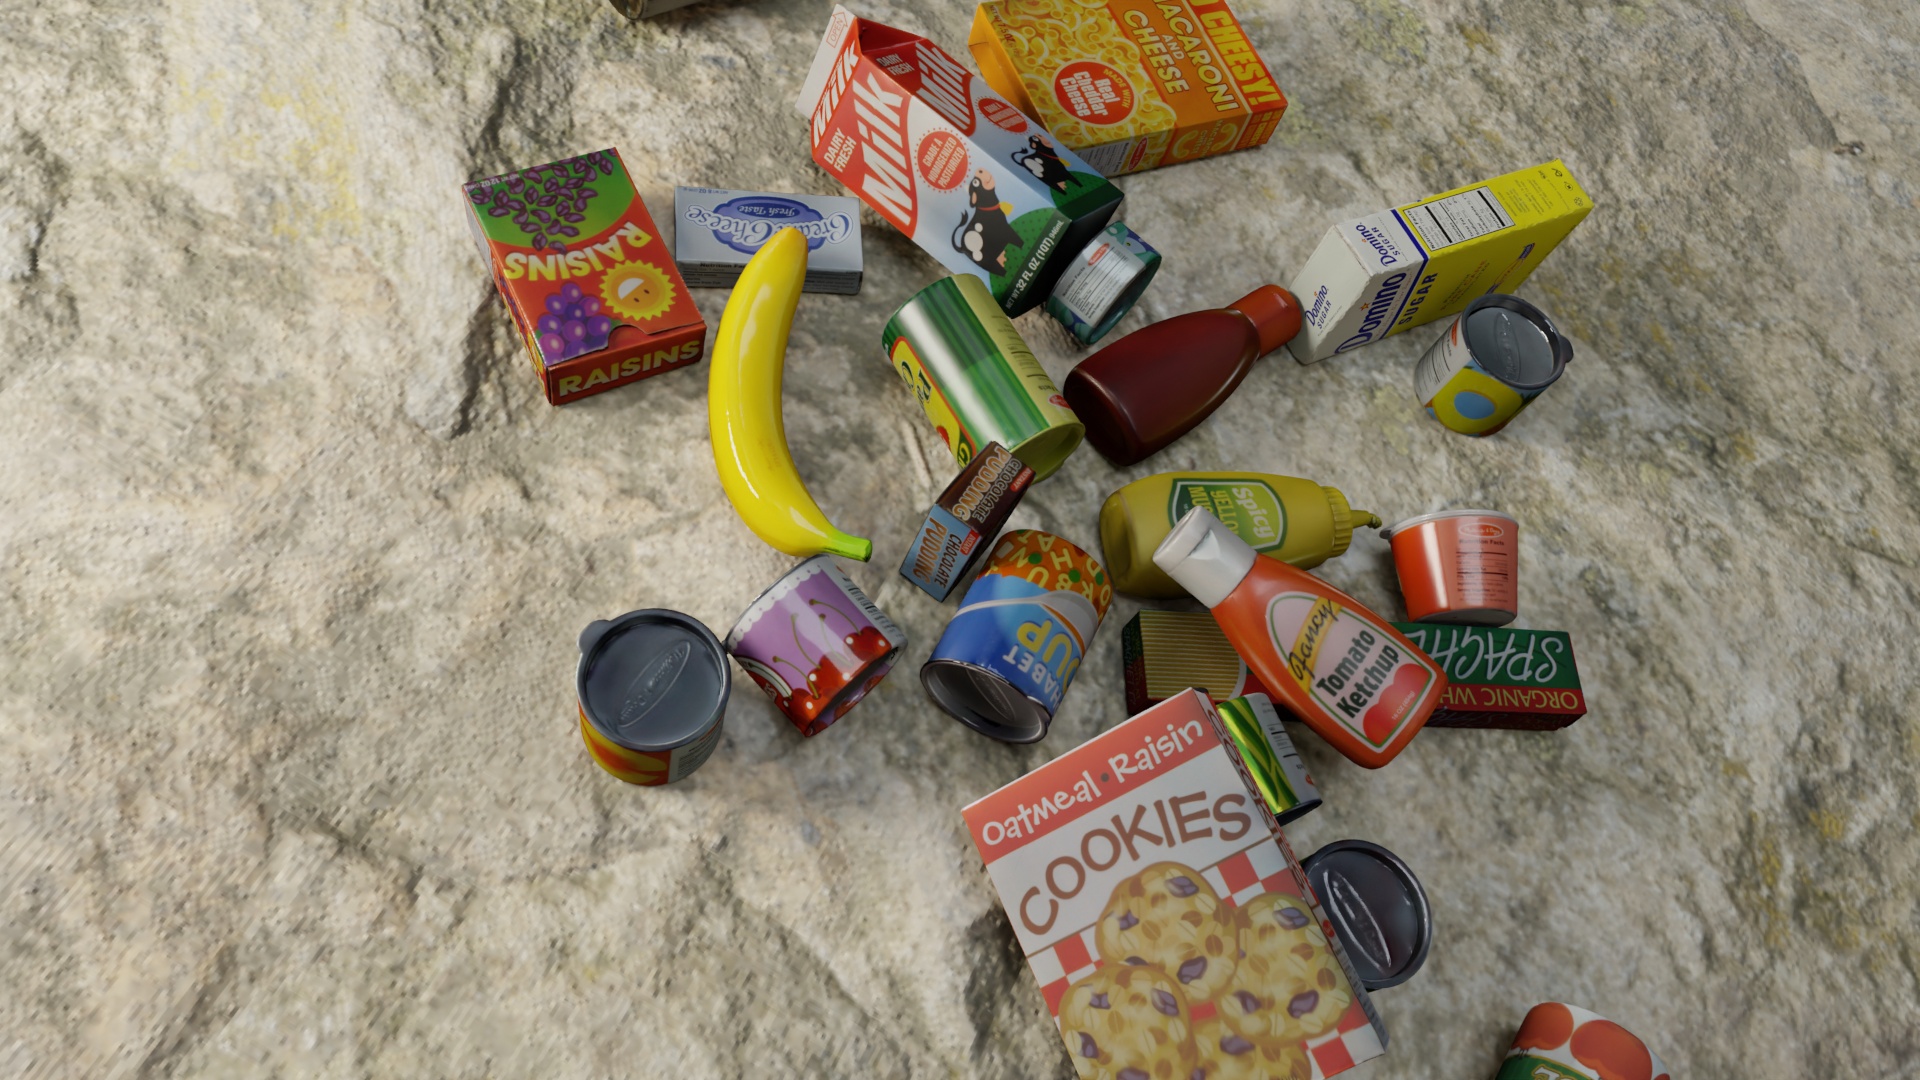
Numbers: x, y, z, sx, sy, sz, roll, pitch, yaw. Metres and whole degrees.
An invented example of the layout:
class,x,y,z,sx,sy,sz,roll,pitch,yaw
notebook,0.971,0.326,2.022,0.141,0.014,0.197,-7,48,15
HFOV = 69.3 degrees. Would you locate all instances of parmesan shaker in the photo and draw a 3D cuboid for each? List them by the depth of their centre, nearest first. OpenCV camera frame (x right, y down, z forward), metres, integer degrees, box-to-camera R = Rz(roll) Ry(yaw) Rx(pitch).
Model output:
class,x,y,z,sx,sy,sz,roll,pitch,yaw
parmesan shaker,0.011,-0.081,0.738,0.071,0.071,0.103,-25,71,-23

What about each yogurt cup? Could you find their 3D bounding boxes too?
class,x,y,z,sx,sy,sz,roll,pitch,yaw
yogurt cup,0.268,0.018,0.749,0.072,0.072,0.054,4,71,-12

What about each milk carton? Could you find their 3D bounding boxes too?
class,x,y,z,sx,sy,sz,roll,pitch,yaw
milk carton,-0.011,-0.218,0.784,0.191,0.072,0.074,40,38,9

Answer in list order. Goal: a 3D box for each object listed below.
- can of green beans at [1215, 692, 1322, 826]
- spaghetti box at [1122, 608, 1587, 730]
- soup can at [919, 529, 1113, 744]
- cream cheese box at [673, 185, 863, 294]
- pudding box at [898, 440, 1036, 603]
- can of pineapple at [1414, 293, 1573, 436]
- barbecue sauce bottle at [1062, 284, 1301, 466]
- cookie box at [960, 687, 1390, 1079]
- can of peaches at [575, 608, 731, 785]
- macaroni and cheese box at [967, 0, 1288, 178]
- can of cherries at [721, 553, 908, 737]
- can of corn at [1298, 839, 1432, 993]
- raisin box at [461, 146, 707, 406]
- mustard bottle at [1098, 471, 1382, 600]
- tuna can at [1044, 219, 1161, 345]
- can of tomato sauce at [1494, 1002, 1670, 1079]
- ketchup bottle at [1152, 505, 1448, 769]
class,x,y,z,sx,sy,sz,roll,pitch,yaw
can of green beans,0.130,0.113,0.665,0.071,0.071,0.058,-16,68,-21
spaghetti box,0.209,0.069,0.728,0.250,0.028,0.050,3,64,-12
soup can,0.031,0.046,0.673,0.071,0.071,0.084,30,61,2
cream cheese box,-0.107,-0.167,0.774,0.104,0.024,0.053,0,65,-13
pudding box,0.002,-0.009,0.686,0.030,0.083,0.050,38,61,3
can of pineapple,0.314,-0.102,0.824,0.071,0.057,0.071,6,63,-11
barbecue sauce bottle,0.131,-0.101,0.787,0.149,0.043,0.065,-31,75,-26
cookie box,0.091,0.166,0.610,0.123,0.040,0.168,-30,70,12
can of peaches,-0.140,0.070,0.626,0.071,0.057,0.071,5,63,-10
macaroni and cheese box,0.105,-0.295,0.882,0.167,0.040,0.124,-16,68,-20
can of cherries,-0.069,0.051,0.650,0.072,0.071,0.058,-39,79,-27
can of corn,0.173,0.180,0.646,0.071,0.058,0.071,6,63,-11
raisin box,-0.197,-0.140,0.730,0.086,0.040,0.123,-21,71,-23
mustard bottle,0.156,-0.007,0.742,0.160,0.048,0.065,-6,71,-16
tuna can,0.081,-0.145,0.787,0.033,0.070,0.071,42,62,8
can of tomato sauce,0.271,0.261,0.621,0.071,0.071,0.083,38,61,7
ketchup bottle,0.162,0.043,0.680,0.149,0.043,0.065,39,82,0
